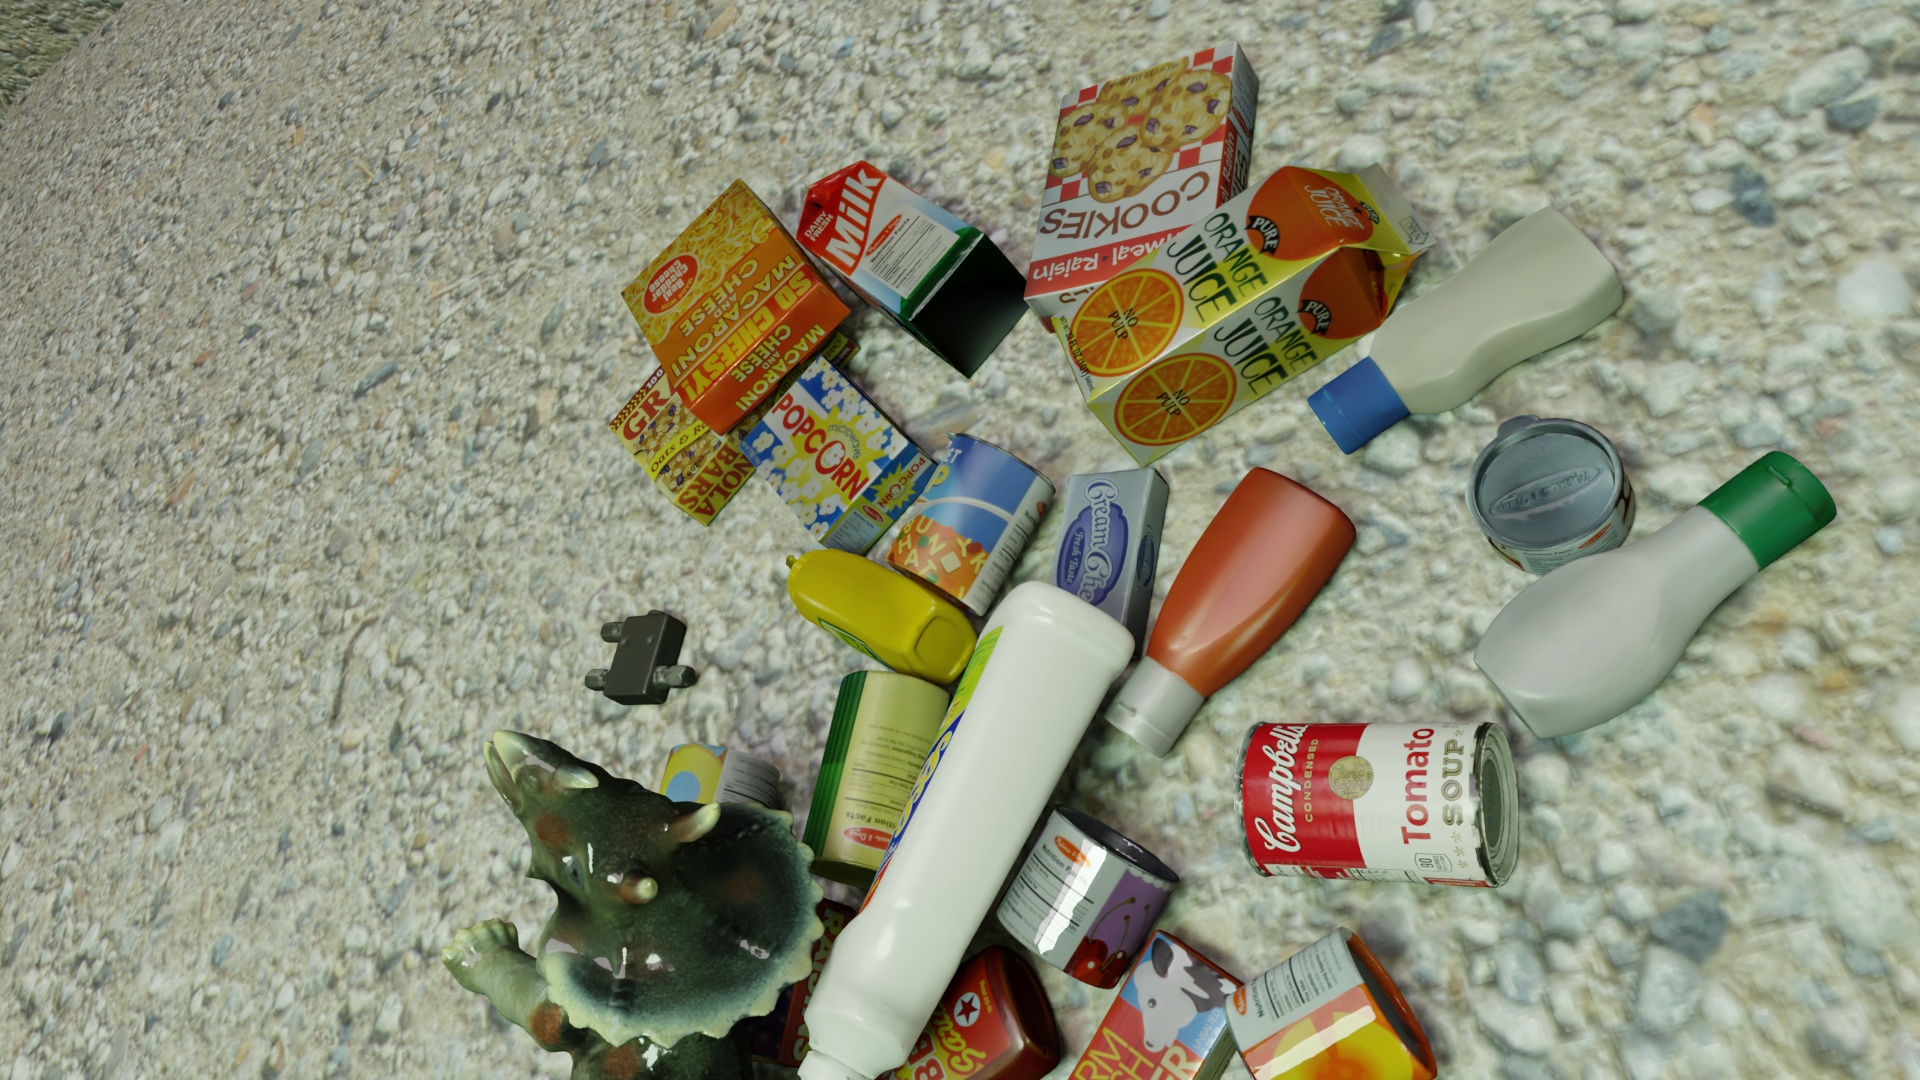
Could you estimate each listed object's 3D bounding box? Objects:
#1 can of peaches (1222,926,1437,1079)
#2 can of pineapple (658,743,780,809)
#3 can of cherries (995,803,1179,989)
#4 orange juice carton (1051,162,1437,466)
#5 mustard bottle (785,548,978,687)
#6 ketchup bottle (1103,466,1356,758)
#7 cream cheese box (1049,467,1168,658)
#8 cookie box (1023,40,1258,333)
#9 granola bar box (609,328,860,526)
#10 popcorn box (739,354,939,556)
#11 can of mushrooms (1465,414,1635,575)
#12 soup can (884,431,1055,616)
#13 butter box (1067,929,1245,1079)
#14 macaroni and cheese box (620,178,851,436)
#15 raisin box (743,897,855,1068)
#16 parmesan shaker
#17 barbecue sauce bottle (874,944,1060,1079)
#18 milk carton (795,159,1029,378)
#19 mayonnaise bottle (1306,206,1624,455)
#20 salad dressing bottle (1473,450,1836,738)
[{"bbox_3d":[0.150,0.200,0.558,0.058,0.071,0.071,-37,48,13],"label":"can of peaches"},{"bbox_3d":[-0.143,0.154,0.797,0.071,0.071,0.058,-6,60,34],"label":"can of pineapple"},{"bbox_3d":[0.060,0.165,0.642,0.071,0.071,0.058,30,90,43],"label":"can of cherries"},{"bbox_3d":[0.153,-0.129,0.746,0.192,0.073,0.072,-31,49,17],"label":"orange juice carton"},{"bbox_3d":[-0.059,0.037,0.811,0.160,0.065,0.049,22,74,48],"label":"mustard bottle"},{"bbox_3d":[0.128,0.037,0.685,0.149,0.043,0.065,-53,46,-2],"label":"ketchup bottle"},{"bbox_3d":[0.077,0.012,0.750,0.053,0.024,0.104,-3,62,34],"label":"cream cheese box"},{"bbox_3d":[0.112,-0.214,0.851,0.123,0.040,0.168,-7,59,33],"label":"cookie box"},{"bbox_3d":[-0.165,-0.109,0.990,0.165,0.039,0.124,-49,46,1],"label":"granola bar box"},{"bbox_3d":[-0.080,-0.054,0.895,0.085,0.038,0.127,-47,47,3],"label":"popcorn box"},{"bbox_3d":[0.265,-0.021,0.626,0.071,0.033,0.071,-18,55,28],"label":"can of mushrooms"},{"bbox_3d":[0.003,-0.010,0.787,0.071,0.071,0.084,23,79,42],"label":"soup can"},{"bbox_3d":[0.084,0.231,0.613,0.053,0.024,0.103,27,81,42],"label":"butter box"},{"bbox_3d":[-0.159,-0.165,0.964,0.123,0.040,0.167,-43,46,7],"label":"macaroni and cheese box"},{"bbox_3d":[-0.122,0.234,0.752,0.123,0.040,0.086,-6,61,35],"label":"raisin box"},{"bbox_3d":[-0.041,0.129,0.740,0.071,0.071,0.103,-5,60,34],"label":"parmesan shaker"},{"bbox_3d":[-0.024,0.257,0.663,0.148,0.043,0.065,-37,39,13],"label":"barbecue sauce bottle"},{"bbox_3d":[-0.042,-0.190,0.927,0.073,0.072,0.191,-50,48,1],"label":"milk carton"},{"bbox_3d":[0.243,-0.098,0.685,0.148,0.041,0.065,-35,47,16],"label":"mayonnaise bottle"},{"bbox_3d":[0.288,0.022,0.578,0.147,0.044,0.064,-39,46,10],"label":"salad dressing bottle"}]
